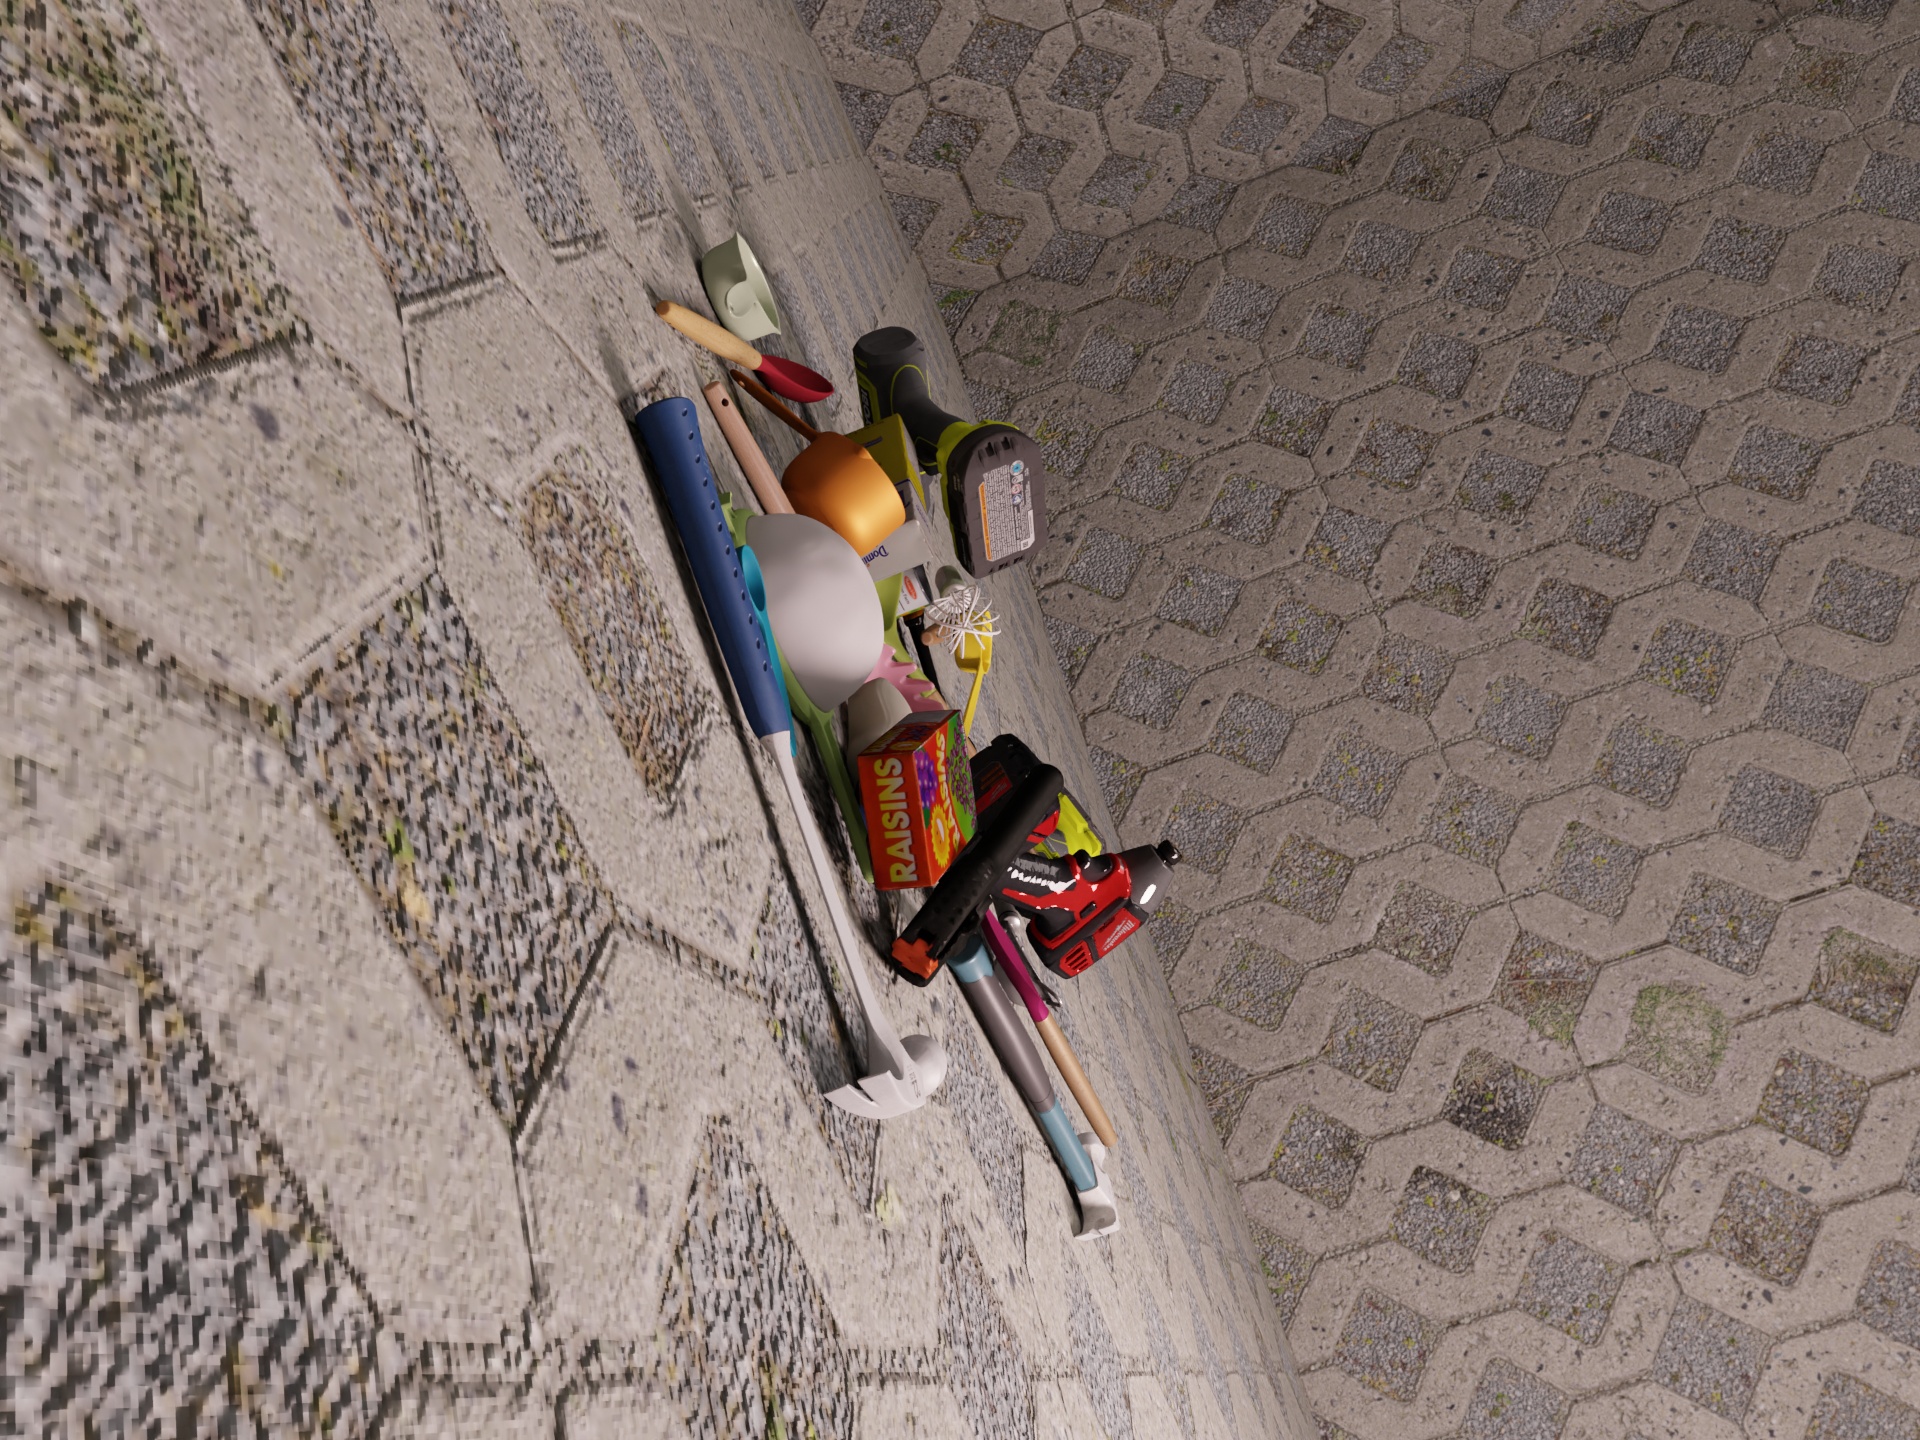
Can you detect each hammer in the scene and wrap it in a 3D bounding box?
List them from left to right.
[{"bbox_3d":[-0.097,0.018,0.855,0.144,0.035,0.405,17,53,-80],"label":"hammer"},{"bbox_3d":[-0.053,-0.121,1.517,0.127,0.034,0.337,58,14,-61],"label":"hammer"},{"bbox_3d":[0.060,0.288,1.252,0.128,0.033,0.330,-100,167,-56],"label":"hammer"}]

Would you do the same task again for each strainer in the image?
[{"bbox_3d":[-0.073,-0.027,1.011,0.151,0.069,0.256,38,31,-75],"label":"strainer"},{"bbox_3d":[0.043,0.182,1.380,0.086,0.050,0.259,61,5,-25],"label":"strainer"}]

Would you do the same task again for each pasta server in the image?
[{"bbox_3d":[-0.099,-0.104,1.142,0.040,0.060,0.316,13,-41,49],"label":"pasta server"}]

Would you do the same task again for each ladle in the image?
[{"bbox_3d":[-0.160,-0.271,1.171,0.069,0.031,0.315,29,8,8],"label":"ladle"},{"bbox_3d":[-0.002,-0.004,1.298,0.320,0.062,0.078,59,23,-6],"label":"ladle"}]

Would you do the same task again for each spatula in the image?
[{"bbox_3d":[-0.013,-0.086,1.500,0.317,0.044,0.082,-38,110,-79],"label":"spatula"}]

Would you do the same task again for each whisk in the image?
[{"bbox_3d":[-0.004,-0.099,1.311,0.246,0.059,0.057,-107,-151,-75],"label":"whisk"}]

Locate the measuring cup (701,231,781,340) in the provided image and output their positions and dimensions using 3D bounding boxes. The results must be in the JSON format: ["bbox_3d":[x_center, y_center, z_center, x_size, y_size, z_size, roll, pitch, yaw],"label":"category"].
[{"bbox_3d":[-0.173,-0.313,1.184,0.168,0.038,0.083,-86,154,-67],"label":"measuring cup"}]

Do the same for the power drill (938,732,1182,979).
[{"bbox_3d":[0.075,0.110,1.246,0.219,0.143,0.079,40,15,-41],"label":"power drill"}]

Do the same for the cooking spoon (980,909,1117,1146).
[{"bbox_3d":[0.070,0.245,1.243,0.318,0.017,0.069,63,-1,-38],"label":"cooking spoon"}]

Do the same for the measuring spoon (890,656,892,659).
[{"bbox_3d":[-0.072,-0.093,1.405,0.034,0.018,0.124,54,23,-44],"label":"measuring spoon"}]

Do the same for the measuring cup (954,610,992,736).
[{"bbox_3d":[0.002,-0.032,1.403,0.062,0.029,0.157,80,19,-50],"label":"measuring cup"}]

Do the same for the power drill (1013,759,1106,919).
[{"bbox_3d":[0.051,0.092,1.447,0.171,0.080,0.223,53,10,11],"label":"power drill"}]

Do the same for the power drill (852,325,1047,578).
[{"bbox_3d":[-0.016,-0.222,1.409,0.229,0.080,0.190,47,-27,44],"label":"power drill"}]

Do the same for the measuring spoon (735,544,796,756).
[{"bbox_3d":[-0.120,-0.039,0.937,0.042,0.021,0.128,-62,140,-78],"label":"measuring spoon"}]

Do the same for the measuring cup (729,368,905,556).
[{"bbox_3d":[-0.120,-0.187,1.156,0.174,0.052,0.095,41,-17,8],"label":"measuring cup"}]
